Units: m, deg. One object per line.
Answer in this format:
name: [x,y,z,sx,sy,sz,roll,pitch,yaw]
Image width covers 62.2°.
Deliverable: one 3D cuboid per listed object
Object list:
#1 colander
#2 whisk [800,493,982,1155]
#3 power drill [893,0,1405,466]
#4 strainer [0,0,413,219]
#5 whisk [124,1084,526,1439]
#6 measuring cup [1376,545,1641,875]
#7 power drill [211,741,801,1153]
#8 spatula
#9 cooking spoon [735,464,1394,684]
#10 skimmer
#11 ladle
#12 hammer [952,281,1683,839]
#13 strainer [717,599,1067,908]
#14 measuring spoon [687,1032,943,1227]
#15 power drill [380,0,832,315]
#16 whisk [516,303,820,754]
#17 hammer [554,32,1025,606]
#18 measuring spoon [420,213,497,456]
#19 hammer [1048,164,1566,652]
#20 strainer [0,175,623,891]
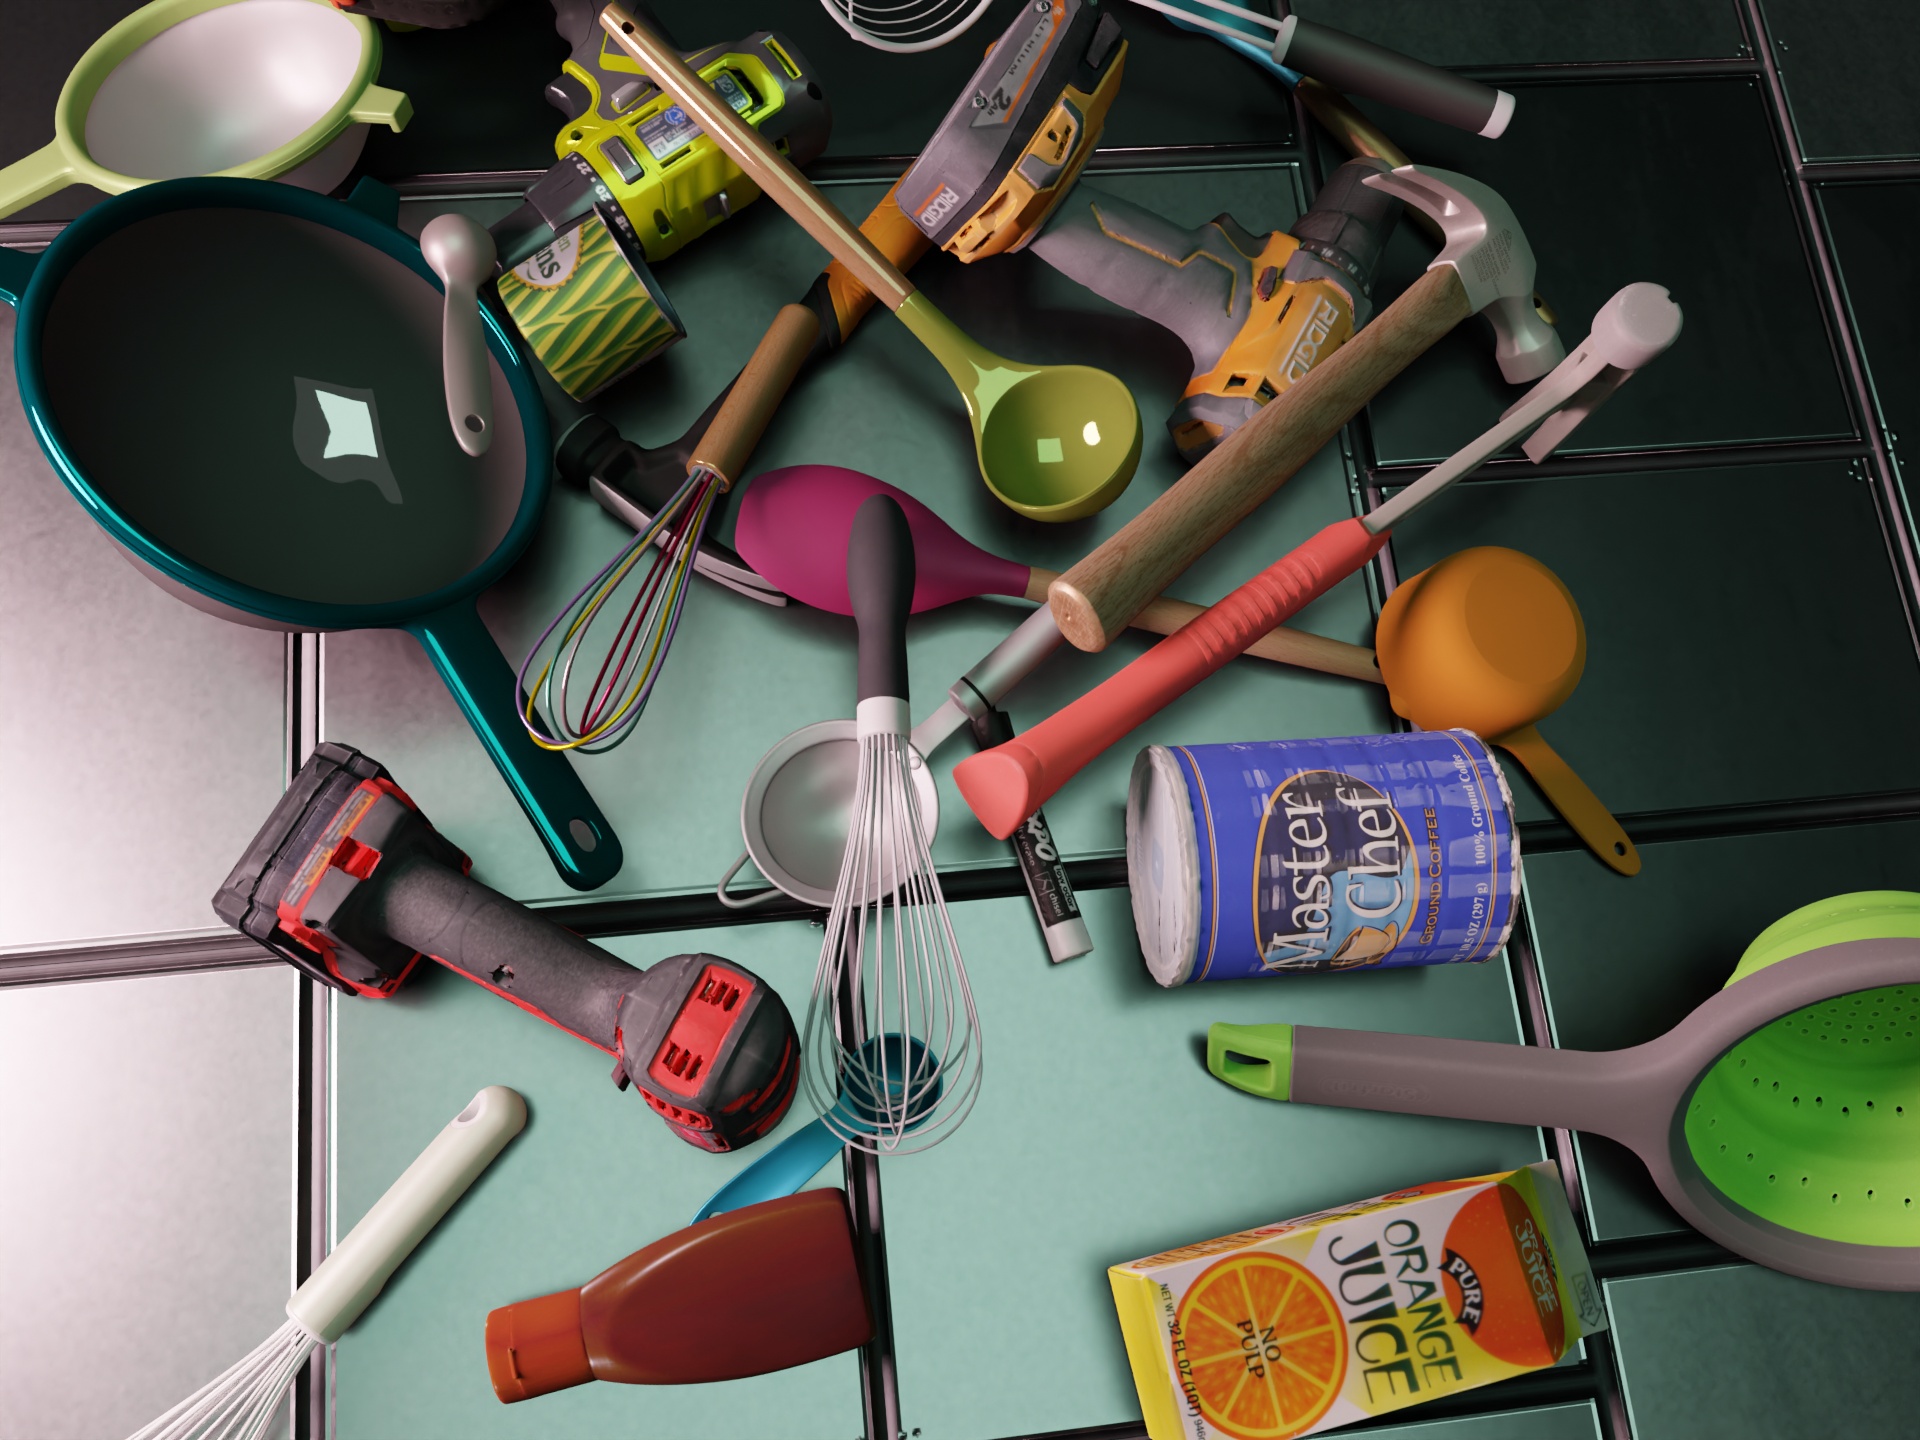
colander: [0.308,0.134,0.678,0.397,0.204,0.095,3,38,12]
whisk: [-0.032,0.031,0.646,0.070,0.070,0.285,-1,66,-5]
power drill: [0.105,-0.244,0.757,0.226,0.084,0.185,35,73,-15]
strainer: [-0.378,-0.249,0.738,0.256,0.069,0.152,-32,62,-10]
whisk: [-0.261,0.244,0.625,0.246,0.058,0.059,-49,118,-18]
measuring cup: [0.269,-0.004,0.731,0.095,0.052,0.173,-35,84,-24]
power drill: [-0.164,0.101,0.628,0.220,0.143,0.078,24,69,9]
spatula: [0.198,-0.319,0.826,0.082,0.044,0.317,-40,82,-10]
cooking spoon: [0.055,-0.058,0.733,0.319,0.017,0.069,13,75,-8]
skimmer: [0.103,-0.347,0.767,0.363,0.090,0.127,17,114,-5]
ladle: [-0.043,-0.212,0.723,0.320,0.062,0.078,43,87,-4]
hammer: [0.151,-0.063,0.702,0.359,0.149,0.037,-35,82,-10]
strainer: [-0.001,-0.002,0.702,0.258,0.050,0.087,-42,72,-6]
measuring spoon: [-0.063,0.180,0.675,0.128,0.021,0.042,-37,86,-5]
power drill: [-0.200,-0.320,0.775,0.190,0.080,0.228,-36,82,-9]
whisk: [-0.115,-0.087,0.687,0.051,0.047,0.245,38,62,-25]
hammer: [-0.044,-0.213,0.778,0.127,0.034,0.337,35,74,6]
measuring spoon: [-0.215,-0.172,0.697,0.034,0.018,0.124,6,64,-38]
hammer: [0.157,-0.141,0.717,0.331,0.031,0.130,-41,112,-25]
strainer: [-0.258,-0.064,0.683,0.211,0.095,0.340,-32,90,-45]
